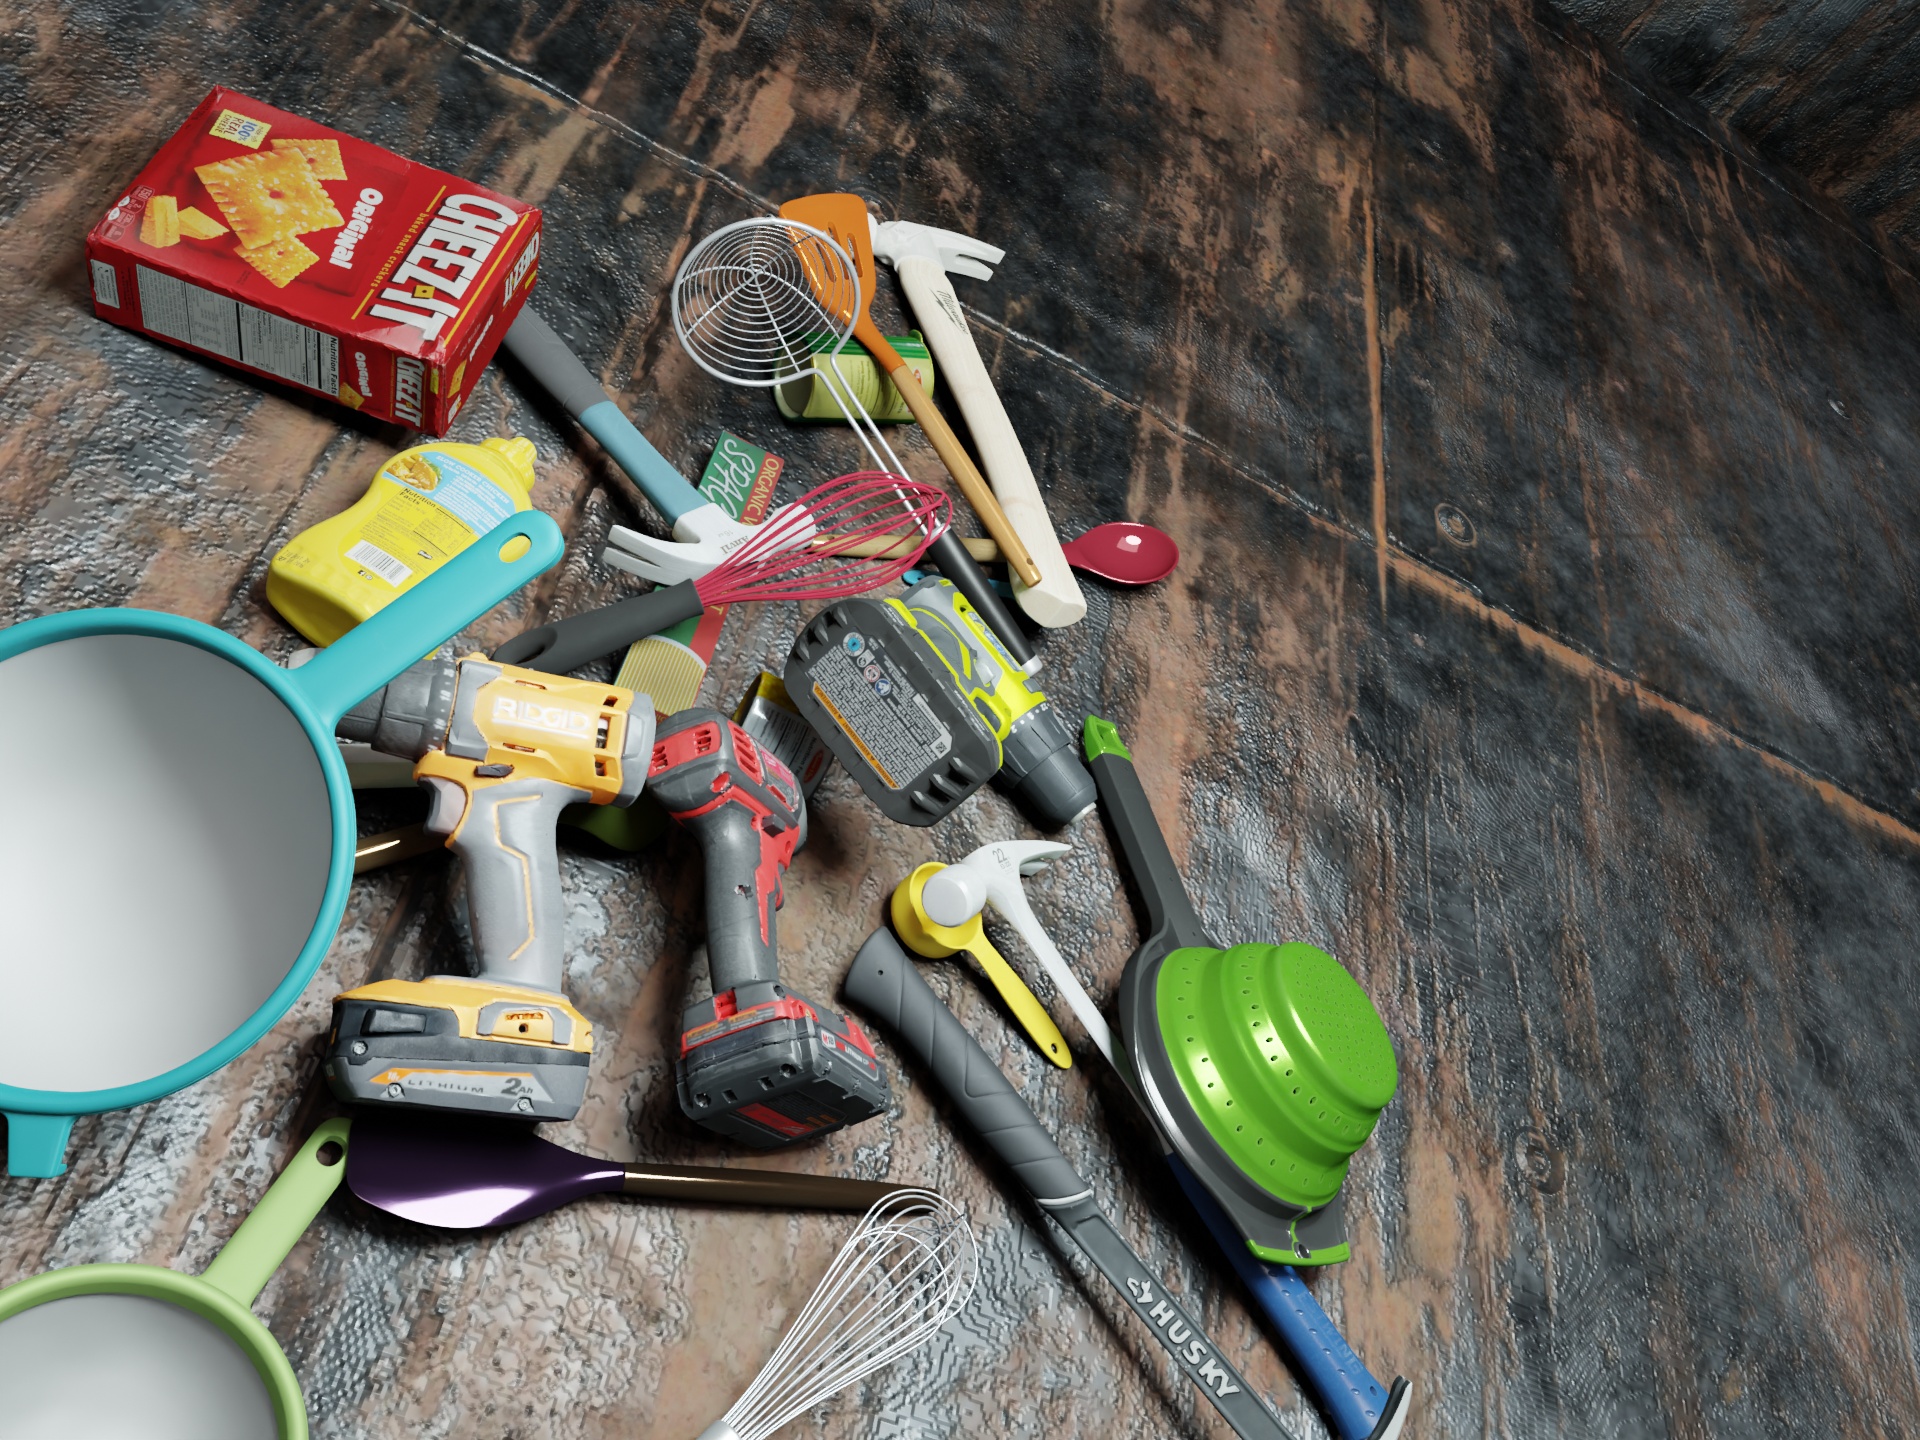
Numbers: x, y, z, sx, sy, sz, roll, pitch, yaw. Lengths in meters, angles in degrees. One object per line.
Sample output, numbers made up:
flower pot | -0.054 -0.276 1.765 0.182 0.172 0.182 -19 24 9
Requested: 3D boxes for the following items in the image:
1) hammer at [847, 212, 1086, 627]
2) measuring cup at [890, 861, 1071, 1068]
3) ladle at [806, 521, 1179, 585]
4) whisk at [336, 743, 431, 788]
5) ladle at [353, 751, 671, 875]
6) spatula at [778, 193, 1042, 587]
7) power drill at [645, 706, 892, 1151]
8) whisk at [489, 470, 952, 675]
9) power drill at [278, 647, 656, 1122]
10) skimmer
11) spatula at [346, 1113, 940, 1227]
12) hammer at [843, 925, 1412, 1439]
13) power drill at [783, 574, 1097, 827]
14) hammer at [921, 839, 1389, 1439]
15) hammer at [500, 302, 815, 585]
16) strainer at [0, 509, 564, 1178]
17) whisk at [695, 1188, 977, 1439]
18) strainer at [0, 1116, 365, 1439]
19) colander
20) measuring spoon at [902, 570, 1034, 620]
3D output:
hammer | 0.024 -0.241 1.235 0.146 0.038 0.411 3 53 -33
measuring cup | 0.013 0.157 0.981 0.156 0.029 0.062 53 38 -6
ladle | 0.029 -0.126 1.185 0.315 0.031 0.069 -2 47 -31
whisk | -0.379 0.023 0.807 0.246 0.059 0.058 0 31 -37
ladle | -0.295 0.068 0.838 0.320 0.062 0.078 -18 78 -32
spatula | -0.028 -0.233 1.126 0.081 0.041 0.323 -23 76 -40
power drill | -0.108 0.112 0.869 0.143 0.078 0.220 51 21 -58
whisk | -0.141 -0.082 0.961 0.296 0.073 0.073 -22 70 -12
power drill | -0.256 0.075 0.784 0.185 0.084 0.226 13 70 -24
skimmer | -0.057 -0.173 1.084 0.363 0.127 0.090 56 15 -7
spatula | -0.149 0.237 0.811 0.315 0.018 0.060 13 38 -29
hammer | 0.075 0.279 0.890 0.149 0.036 0.409 -40 77 -8
power drill | -0.002 -0.003 0.995 0.190 0.080 0.228 51 17 8
hammer | 0.127 0.244 0.962 0.405 0.035 0.144 55 27 7
hammer | -0.246 -0.210 1.042 0.331 0.033 0.128 47 50 14
strainer | -0.314 0.025 0.709 0.340 0.095 0.211 -39 83 -14
whisk | -0.093 0.328 0.768 0.284 0.070 0.070 -34 80 -38
strainer | -0.330 0.270 0.661 0.151 0.069 0.256 36 29 -8
colander | 0.176 0.138 1.017 0.204 0.094 0.398 19 41 -44
measuring spoon | 0.017 -0.090 1.163 0.128 0.021 0.042 7 39 -18
